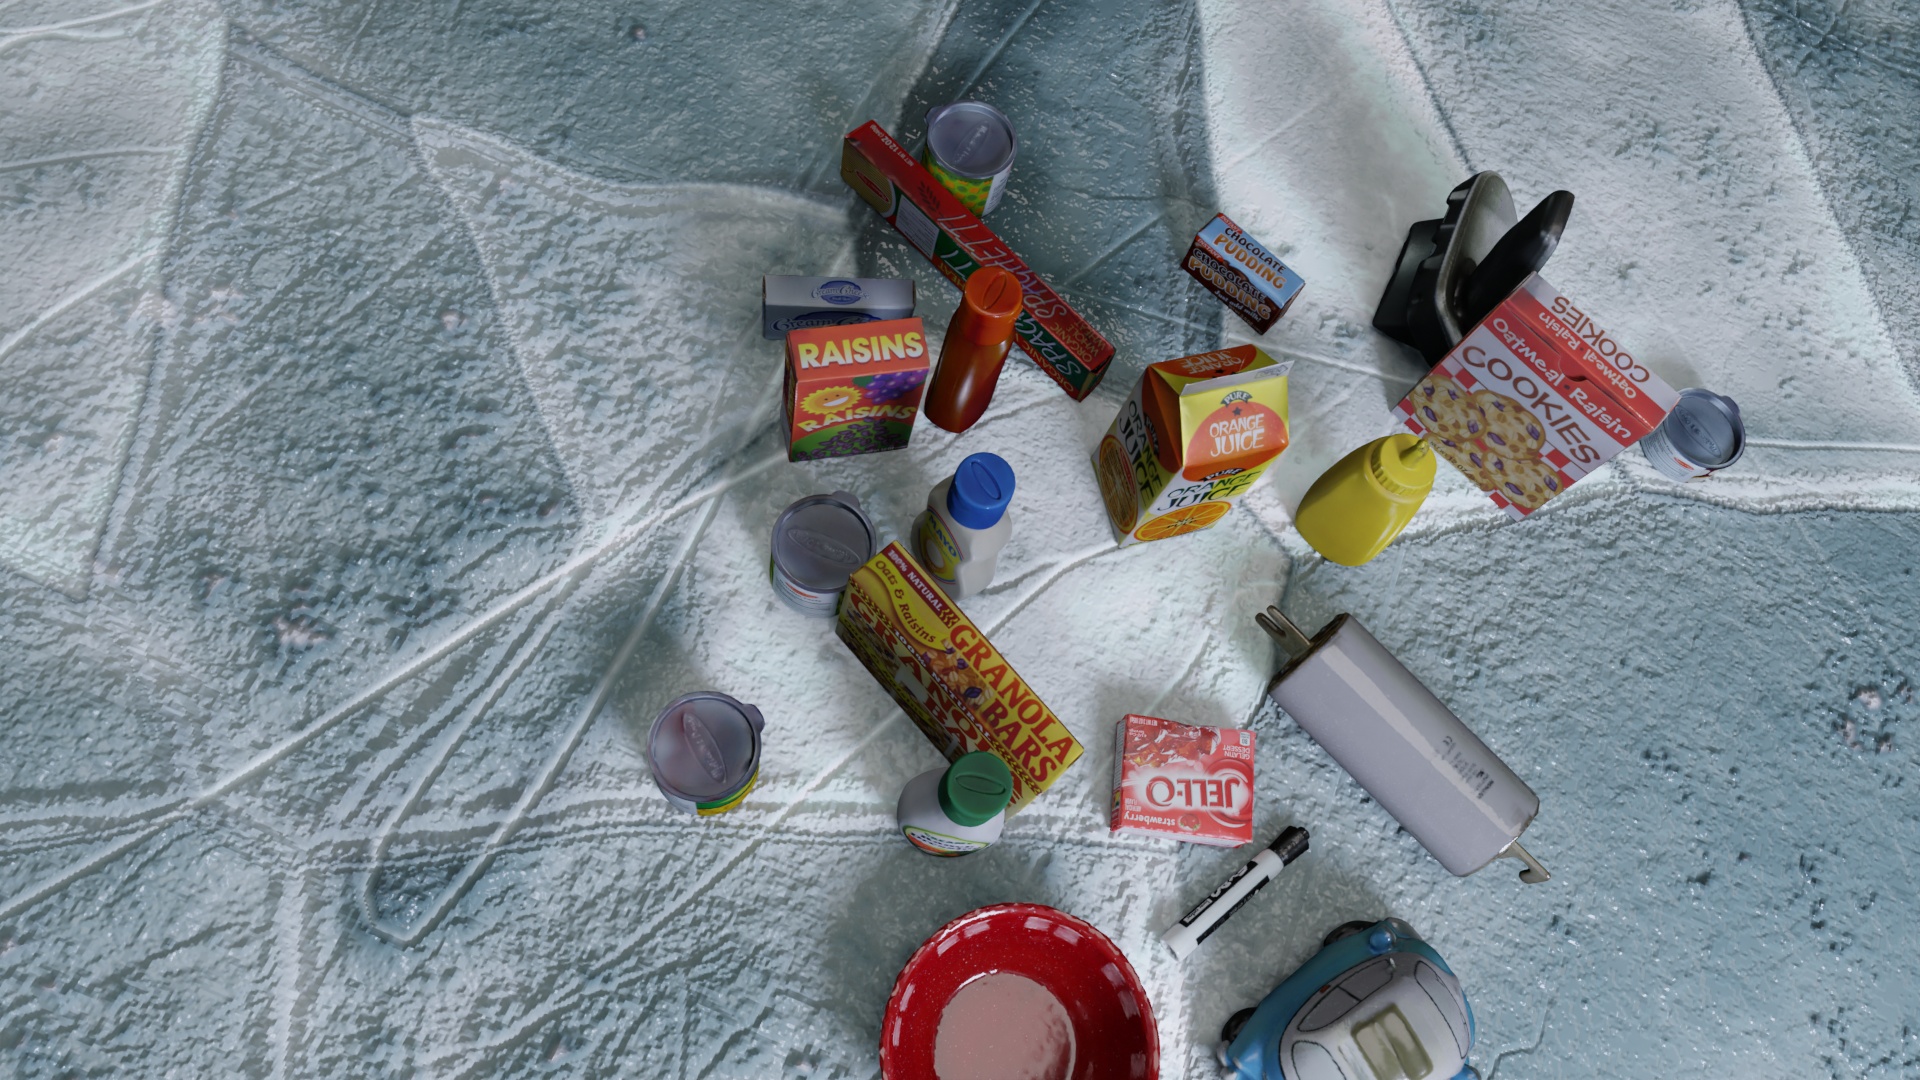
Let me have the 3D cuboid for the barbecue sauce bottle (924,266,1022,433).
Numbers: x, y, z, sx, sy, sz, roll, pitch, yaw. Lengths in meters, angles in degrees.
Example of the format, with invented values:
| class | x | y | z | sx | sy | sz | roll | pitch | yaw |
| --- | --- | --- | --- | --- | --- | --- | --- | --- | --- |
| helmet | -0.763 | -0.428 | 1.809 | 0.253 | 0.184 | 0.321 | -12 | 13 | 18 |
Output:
| class | x | y | z | sx | sy | sz | roll | pitch | yaw |
| --- | --- | --- | --- | --- | --- | --- | --- | --- | --- |
| barbecue sauce bottle | 0.010 | -0.126 | 0.911 | 0.044 | 0.148 | 0.065 | 28 | 68 | 2 |

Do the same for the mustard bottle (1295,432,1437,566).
| class | x | y | z | sx | sy | sz | roll | pitch | yaw |
| --- | --- | --- | --- | --- | --- | --- | --- | --- | --- |
| mustard bottle | 0.274 | -0.033 | 0.913 | 0.065 | 0.159 | 0.049 | 40 | 69 | 6 |

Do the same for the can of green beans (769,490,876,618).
| class | x | y | z | sx | sy | sz | roll | pitch | yaw |
| --- | --- | --- | --- | --- | --- | --- | --- | --- | --- |
| can of green beans | -0.089 | 0.011 | 0.893 | 0.071 | 0.057 | 0.071 | 3 | 70 | -8 |

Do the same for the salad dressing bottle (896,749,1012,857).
| class | x | y | z | sx | sy | sz | roll | pitch | yaw |
| --- | --- | --- | --- | --- | --- | --- | --- | --- | --- |
| salad dressing bottle | -0.001 | 0.153 | 0.806 | 0.064 | 0.147 | 0.044 | 14 | 69 | -4 |

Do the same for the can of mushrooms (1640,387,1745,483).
| class | x | y | z | sx | sy | sz | roll | pitch | yaw |
| --- | --- | --- | --- | --- | --- | --- | --- | --- | --- |
| can of mushrooms | 0.551 | -0.079 | 1.043 | 0.071 | 0.033 | 0.071 | 3 | 70 | -8 |

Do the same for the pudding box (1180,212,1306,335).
| class | x | y | z | sx | sy | sz | roll | pitch | yaw |
| --- | --- | --- | --- | --- | --- | --- | --- | --- | --- |
| pudding box | 0.207 | -0.196 | 1.022 | 0.084 | 0.049 | 0.030 | 42 | 70 | 7 |

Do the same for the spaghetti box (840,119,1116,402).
| class | x | y | z | sx | sy | sz | roll | pitch | yaw |
| --- | --- | --- | --- | --- | --- | --- | --- | --- | --- |
| spaghetti box | 0.010 | -0.199 | 0.991 | 0.250 | 0.050 | 0.029 | 45 | 70 | 8 |

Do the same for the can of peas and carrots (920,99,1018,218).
| class | x | y | z | sx | sy | sz | roll | pitch | yaw |
| --- | --- | --- | --- | --- | --- | --- | --- | --- | --- |
| can of peas and carrots | 0.002 | -0.278 | 1.014 | 0.071 | 0.058 | 0.071 | 3 | 70 | -8 |

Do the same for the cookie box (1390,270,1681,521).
| class | x | y | z | sx | sy | sz | roll | pitch | yaw |
| --- | --- | --- | --- | --- | --- | --- | --- | --- | --- |
| cookie box | 0.385 | -0.093 | 0.949 | 0.123 | 0.166 | 0.040 | 43 | 70 | 8 |

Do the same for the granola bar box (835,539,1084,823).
| class | x | y | z | sx | sy | sz | roll | pitch | yaw |
| --- | --- | --- | --- | --- | --- | --- | --- | --- | --- |
| granola bar box | -0.005 | 0.088 | 0.842 | 0.039 | 0.123 | 0.166 | -39 | 80 | -19 |

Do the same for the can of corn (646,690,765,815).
| class | x | y | z | sx | sy | sz | roll | pitch | yaw |
| --- | --- | --- | --- | --- | --- | --- | --- | --- | --- |
| can of corn | -0.152 | 0.128 | 0.839 | 0.071 | 0.058 | 0.071 | 3 | 70 | -8 |

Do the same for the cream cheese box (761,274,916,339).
| class | x | y | z | sx | sy | sz | roll | pitch | yaw |
| --- | --- | --- | --- | --- | --- | --- | --- | --- | --- |
| cream cheese box | -0.085 | -0.159 | 0.959 | 0.104 | 0.053 | 0.024 | 0 | 70 | -9 |

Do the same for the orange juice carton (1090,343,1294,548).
| class | x | y | z | sx | sy | sz | roll | pitch | yaw |
| --- | --- | --- | --- | --- | --- | --- | --- | --- | --- |
| orange juice carton | 0.147 | -0.065 | 0.887 | 0.072 | 0.192 | 0.073 | -12 | 73 | -13 |

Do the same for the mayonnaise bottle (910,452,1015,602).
| class | x | y | z | sx | sy | sz | roll | pitch | yaw |
| --- | --- | --- | --- | --- | --- | --- | --- | --- | --- |
| mayonnaise bottle | 0.003 | -0.011 | 0.867 | 0.041 | 0.147 | 0.065 | -30 | 77 | -18 |

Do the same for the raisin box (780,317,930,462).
| class | x | y | z | sx | sy | sz | roll | pitch | yaw |
| --- | --- | --- | --- | --- | --- | --- | --- | --- | --- |
| raisin box | -0.070 | -0.096 | 0.900 | 0.086 | 0.123 | 0.040 | -7 | 72 | -12 |
